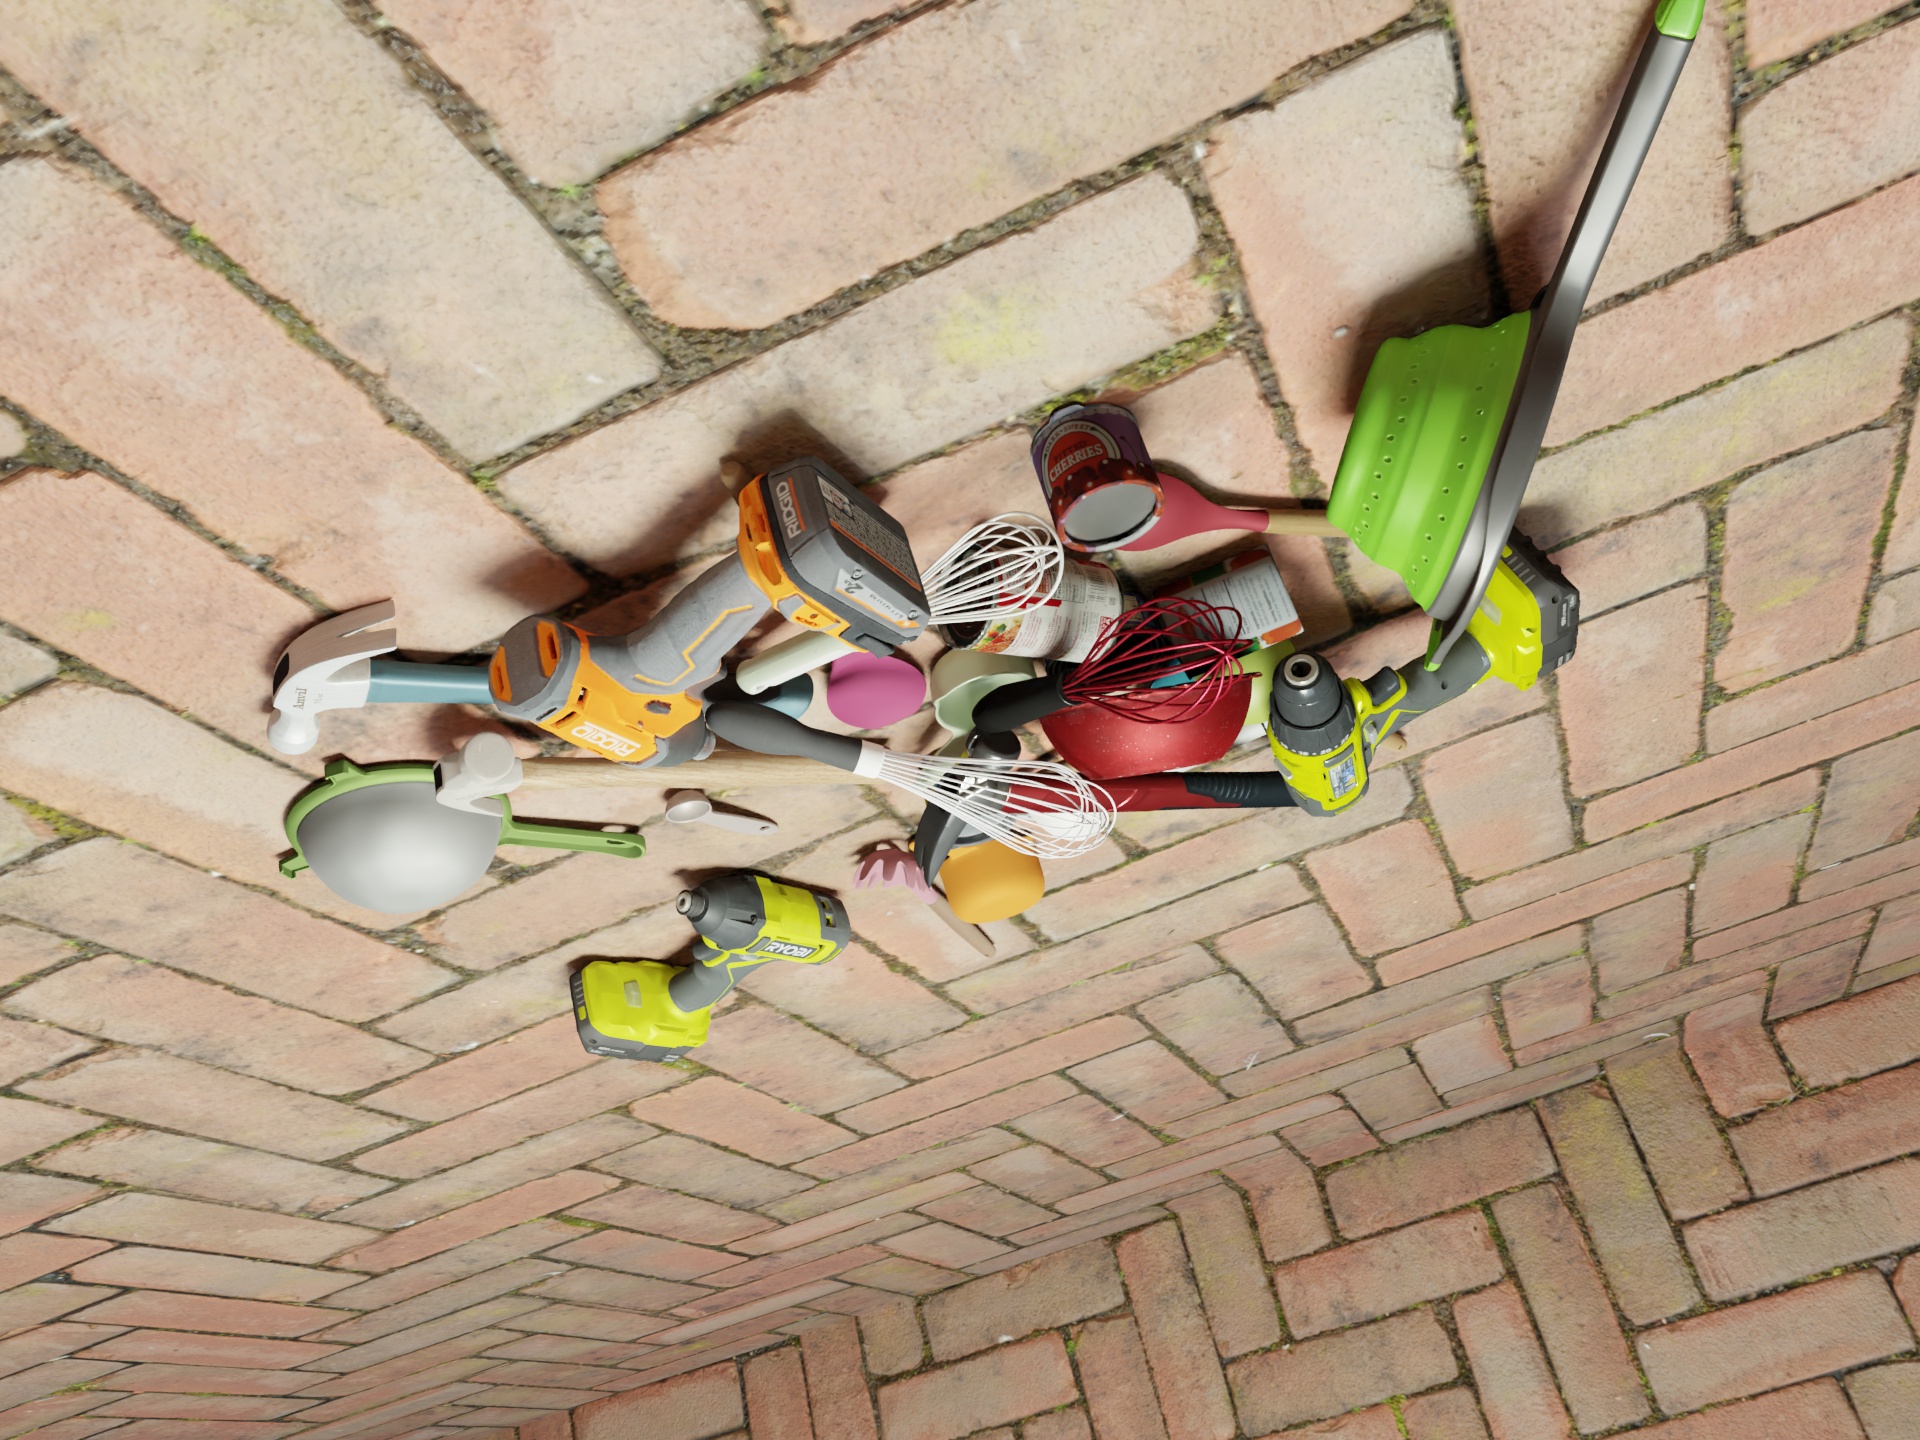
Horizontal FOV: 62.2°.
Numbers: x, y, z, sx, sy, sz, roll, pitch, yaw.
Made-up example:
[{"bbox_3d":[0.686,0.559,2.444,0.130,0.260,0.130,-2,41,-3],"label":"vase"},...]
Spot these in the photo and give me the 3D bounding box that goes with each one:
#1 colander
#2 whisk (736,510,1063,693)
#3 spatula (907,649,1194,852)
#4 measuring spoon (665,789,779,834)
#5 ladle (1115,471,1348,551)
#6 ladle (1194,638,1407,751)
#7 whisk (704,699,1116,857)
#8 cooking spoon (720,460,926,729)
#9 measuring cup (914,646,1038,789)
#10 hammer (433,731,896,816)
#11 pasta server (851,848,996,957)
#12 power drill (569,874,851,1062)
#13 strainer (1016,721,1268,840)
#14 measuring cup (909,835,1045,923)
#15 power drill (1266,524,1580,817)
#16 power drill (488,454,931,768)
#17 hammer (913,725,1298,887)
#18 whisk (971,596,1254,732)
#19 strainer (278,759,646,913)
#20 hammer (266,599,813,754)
[{"bbox_3d":[0.277,-0.213,0.850,0.094,0.205,0.396,18,133,10],"label":"colander"},{"bbox_3d":[-0.042,-0.062,0.961,0.246,0.059,0.057,-21,175,31],"label":"whisk"},{"bbox_3d":[0.075,0.033,1.256,0.317,0.044,0.082,-29,149,32],"label":"spatula"},{"bbox_3d":[-0.180,0.070,1.214,0.034,0.018,0.124,-29,155,23],"label":"measuring spoon"},{"bbox_3d":[0.217,-0.130,1.038,0.315,0.031,0.069,-1,148,-26],"label":"ladle"},{"bbox_3d":[0.283,-0.012,1.262,0.320,0.062,0.078,16,112,-53],"label":"ladle"},{"bbox_3d":[-0.031,0.035,1.050,0.284,0.070,0.070,16,142,-12],"label":"whisk"},{"bbox_3d":[-0.086,-0.069,1.008,0.069,0.017,0.318,-23,151,4],"label":"cooking spoon"},{"bbox_3d":[-0.002,-0.004,1.142,0.083,0.038,0.167,1,149,-26],"label":"measuring cup"},{"bbox_3d":[-0.195,0.035,1.100,0.331,0.031,0.130,0,167,-33],"label":"hammer"},{"bbox_3d":[-0.020,0.175,1.438,0.060,0.040,0.316,0,157,19],"label":"pasta server"},{"bbox_3d":[-0.227,0.208,1.366,0.223,0.080,0.171,-37,145,27],"label":"power drill"},{"bbox_3d":[0.153,0.046,1.298,0.258,0.050,0.086,-26,165,12],"label":"strainer"},{"bbox_3d":[0.009,0.134,1.342,0.095,0.052,0.173,-26,158,22],"label":"measuring cup"},{"bbox_3d":[0.319,-0.037,1.127,0.228,0.080,0.190,-33,149,0],"label":"power drill"},{"bbox_3d":[-0.134,-0.045,0.919,0.226,0.084,0.164,-28,150,19],"label":"power drill"},{"bbox_3d":[0.149,0.065,1.230,0.386,0.038,0.143,1,133,-31],"label":"hammer"},{"bbox_3d":[0.077,-0.023,0.959,0.073,0.073,0.296,1,172,-26],"label":"whisk"},{"bbox_3d":[-0.342,0.101,1.129,0.256,0.069,0.151,9,143,-33],"label":"strainer"},{"bbox_3d":[-0.253,-0.020,1.002,0.331,0.033,0.128,2,148,-27],"label":"hammer"}]
